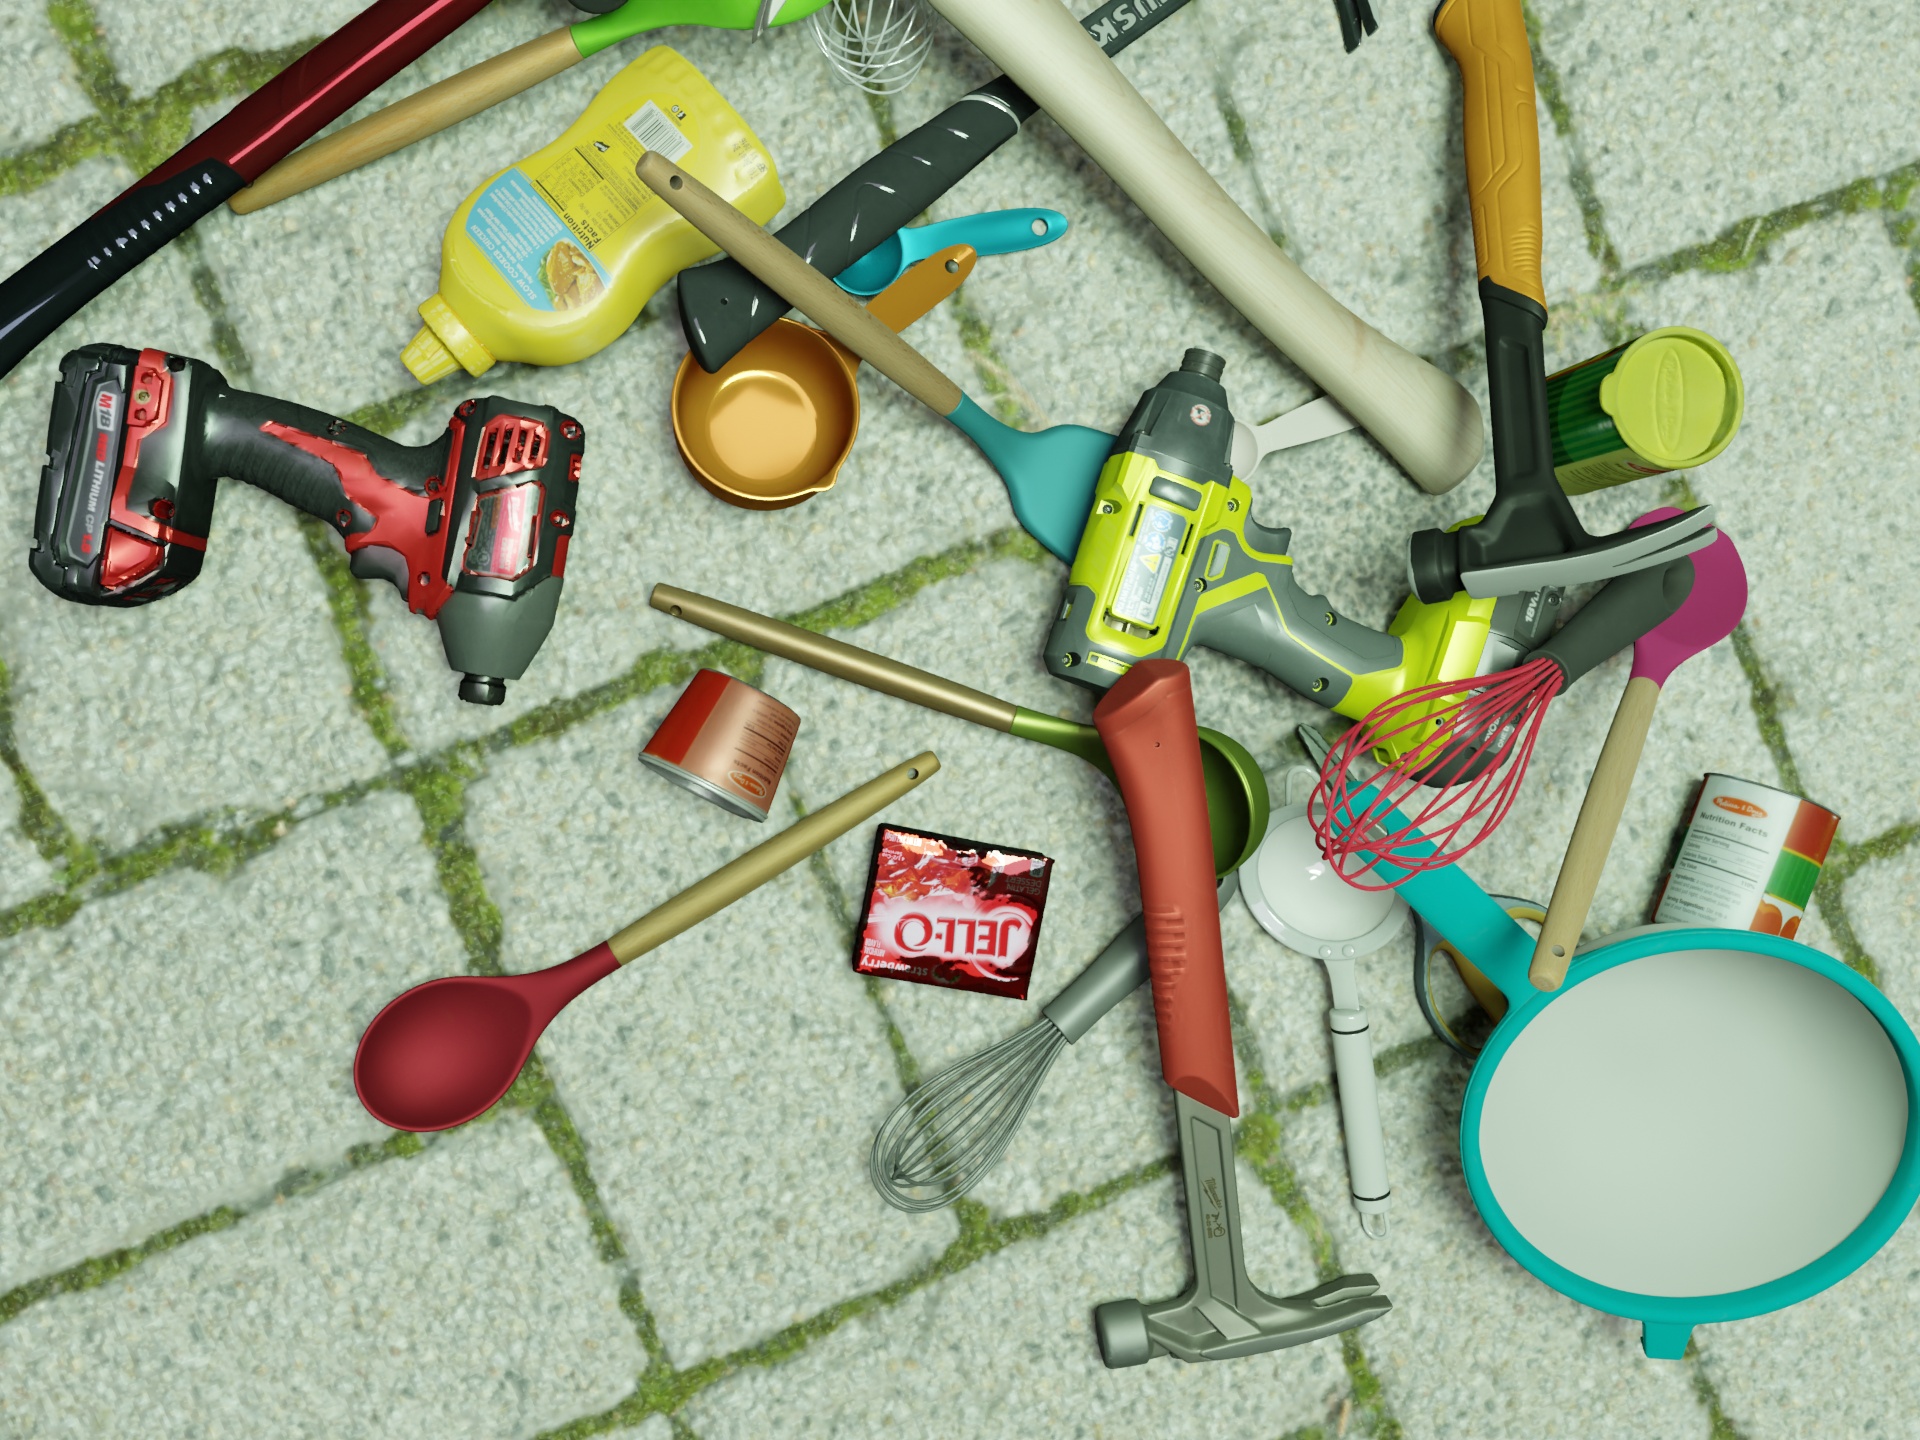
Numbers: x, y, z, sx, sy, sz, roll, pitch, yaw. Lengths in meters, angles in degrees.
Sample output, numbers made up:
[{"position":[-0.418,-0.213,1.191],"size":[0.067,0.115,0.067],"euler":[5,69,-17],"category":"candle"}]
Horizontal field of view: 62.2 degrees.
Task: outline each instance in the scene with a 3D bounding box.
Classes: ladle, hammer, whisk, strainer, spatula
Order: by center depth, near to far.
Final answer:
[{"position":[0.250,-0.012,0.708],"size":[0.296,0.073,0.073],"euler":[-32,95,-32],"category":"whisk"},{"position":[-0.332,-0.273,0.728],"size":[0.386,0.038,0.143],"euler":[-35,62,2],"category":"hammer"},{"position":[-0.015,-0.161,0.732],"size":[0.317,0.044,0.082],"euler":[30,86,-38],"category":"spatula"},{"position":[0.096,-0.239,0.744],"size":[0.410,0.038,0.146],"euler":[39,85,-20],"category":"hammer"},{"position":[0.267,-0.219,0.749],"size":[0.127,0.034,0.337],"euler":[-9,67,27],"category":"hammer"},{"position":[0.032,-0.294,0.758],"size":[0.409,0.036,0.149],"euler":[-40,97,-13],"category":"hammer"},{"position":[0.121,0.145,0.761],"size":[0.149,0.037,0.359],"euler":[-10,106,-5],"category":"hammer"},{"position":[-0.029,-0.440,0.767],"size":[0.070,0.070,0.285],"euler":[8,85,-7],"category":"whisk"},{"position":[-0.146,0.098,0.774],"size":[0.315,0.031,0.069],"euler":[-31,97,-7],"category":"ladle"},{"position":[-0.001,-0.002,0.775],"size":[0.320,0.062,0.078],"euler":[19,125,-3],"category":"ladle"},{"position":[0.301,0.138,0.776],"size":[0.340,0.095,0.211],"euler":[43,109,-6],"category":"strainer"},{"position":[0.051,0.153,0.788],"size":[0.239,0.055,0.055],"euler":[-42,95,-8],"category":"whisk"},{"position":[0.195,0.143,0.807],"size":[0.087,0.050,0.258],"euler":[-4,99,30],"category":"strainer"}]

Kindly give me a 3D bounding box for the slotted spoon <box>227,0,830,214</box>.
[{"position":[-0.199,-0.300,0.732],"size":[0.314,0.031,0.070],"euler":[-21,69,7],"category":"slotted spoon"}]

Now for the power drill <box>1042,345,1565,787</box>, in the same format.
[{"position":[0.169,-0.070,0.774],"size":[0.223,0.080,0.171],"euler":[19,88,-10],"category":"power drill"}]

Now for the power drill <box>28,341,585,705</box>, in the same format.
[{"position":[-0.292,-0.089,0.732],"size":[0.219,0.078,0.143],"euler":[8,90,-9],"category":"power drill"}]

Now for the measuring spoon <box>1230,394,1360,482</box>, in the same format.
[{"position":[0.174,-0.151,0.815],"size":[0.124,0.018,0.034],"euler":[-21,101,-13],"category":"measuring spoon"}]

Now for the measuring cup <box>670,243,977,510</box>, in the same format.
[{"position":[-0.063,-0.170,0.769],"size":[0.173,0.052,0.095],"euler":[-40,95,-12],"category":"measuring cup"}]

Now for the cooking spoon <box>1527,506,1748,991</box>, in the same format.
[{"position":[0.317,0.002,0.753],"size":[0.069,0.017,0.319],"euler":[30,55,7],"category":"cooking spoon"}]

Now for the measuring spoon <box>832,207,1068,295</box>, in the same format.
[{"position":[-0.009,-0.238,0.792],"size":[0.128,0.021,0.042],"euler":[-12,101,-15],"category":"measuring spoon"}]
